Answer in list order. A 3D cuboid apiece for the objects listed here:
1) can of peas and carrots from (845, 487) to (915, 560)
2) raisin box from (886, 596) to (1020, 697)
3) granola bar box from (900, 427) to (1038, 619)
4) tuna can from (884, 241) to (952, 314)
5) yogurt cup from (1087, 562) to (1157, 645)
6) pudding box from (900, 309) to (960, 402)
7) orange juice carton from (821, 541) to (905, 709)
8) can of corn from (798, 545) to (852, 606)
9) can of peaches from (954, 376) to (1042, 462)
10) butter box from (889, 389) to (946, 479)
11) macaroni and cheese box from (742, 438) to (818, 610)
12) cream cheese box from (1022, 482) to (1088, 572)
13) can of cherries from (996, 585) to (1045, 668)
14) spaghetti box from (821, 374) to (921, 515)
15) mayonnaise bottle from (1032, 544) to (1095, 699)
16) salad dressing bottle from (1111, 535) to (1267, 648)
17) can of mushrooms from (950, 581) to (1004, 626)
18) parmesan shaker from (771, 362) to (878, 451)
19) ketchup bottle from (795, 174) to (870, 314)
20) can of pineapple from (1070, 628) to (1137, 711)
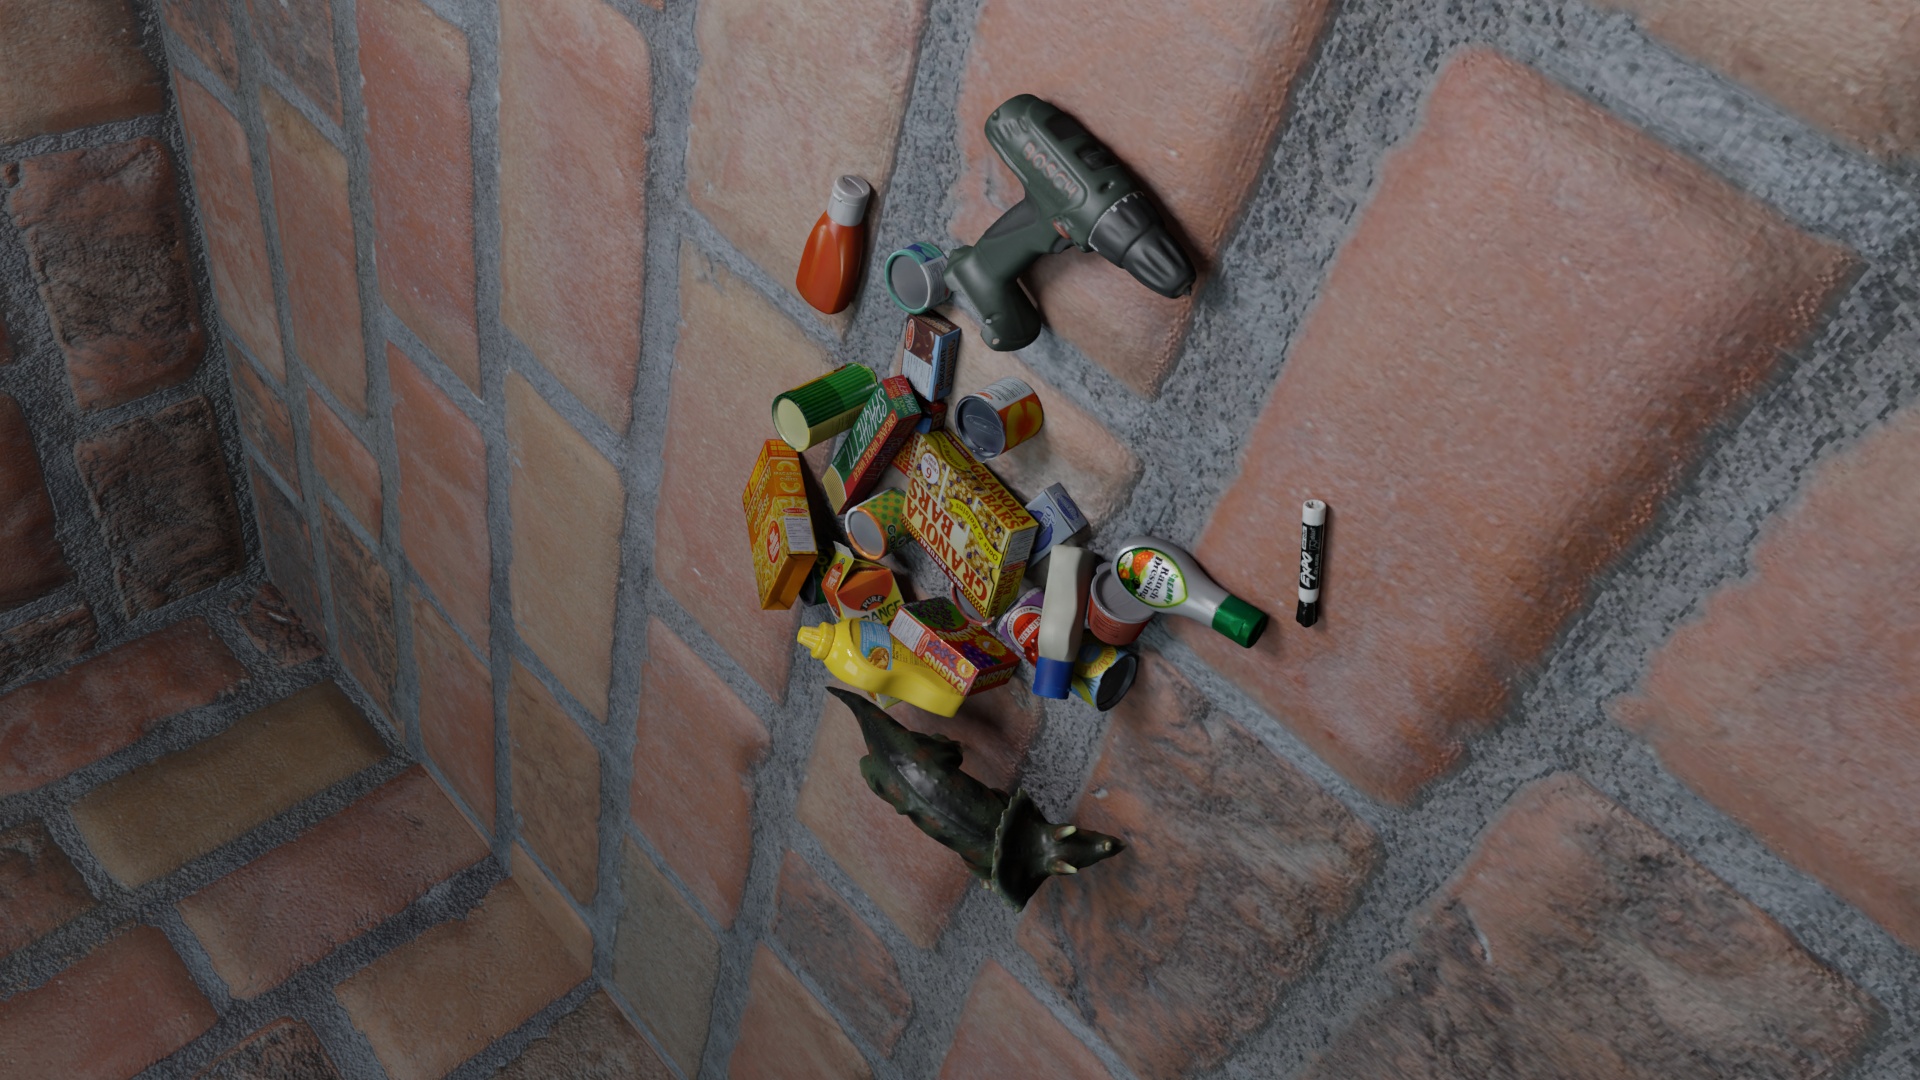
[{"bbox_3d":[-0.085,-0.017,1.557,0.071,0.059,0.070,28,133,35],"label":"can of peas and carrots"},{"bbox_3d":[-0.007,0.116,1.530,0.123,0.086,0.040,37,114,26],"label":"raisin box"},{"bbox_3d":[0.005,-0.018,1.440,0.166,0.039,0.123,49,140,34],"label":"granola bar box"},{"bbox_3d":[-0.043,-0.259,1.372,0.071,0.033,0.070,27,132,35],"label":"tuna can"},{"bbox_3d":[0.154,0.064,1.338,0.072,0.073,0.053,42,147,21],"label":"yogurt cup"},{"bbox_3d":[-0.031,-0.188,1.408,0.050,0.030,0.083,36,137,29],"label":"pudding box"},{"bbox_3d":[-0.103,0.091,1.616,0.192,0.073,0.072,68,166,-13],"label":"orange juice carton"},{"bbox_3d":[-0.160,0.040,1.666,0.071,0.058,0.071,32,128,55],"label":"can of corn"},{"bbox_3d":[0.037,-0.118,1.354,0.071,0.058,0.071,27,132,34],"label":"can of peaches"},{"bbox_3d":[-0.048,-0.115,1.479,0.053,0.024,0.103,39,138,26],"label":"butter box"},{"bbox_3d":[-0.217,-0.019,1.660,0.123,0.040,0.167,123,141,-48],"label":"macaroni and cheese box"},{"bbox_3d":[0.081,-0.013,1.401,0.053,0.024,0.103,55,142,5],"label":"cream cheese box"},{"bbox_3d":[0.079,0.090,1.432,0.058,0.072,0.071,44,140,19],"label":"can of cherries"},{"bbox_3d":[-0.100,-0.100,1.510,0.050,0.029,0.249,66,153,14],"label":"spaghetti box"},{"bbox_3d":[0.099,0.079,1.357,0.041,0.065,0.148,9,88,20],"label":"mayonnaise bottle"},{"bbox_3d":[0.210,0.048,1.276,0.148,0.044,0.064,31,110,27],"label":"salad dressing bottle"},{"bbox_3d":[0.023,0.059,1.507,0.071,0.033,0.070,27,132,34],"label":"can of mushrooms"},{"bbox_3d":[-0.145,-0.147,1.502,0.071,0.103,0.071,27,132,35],"label":"parmesan shaker"},{"bbox_3d":[-0.128,-0.306,1.428,0.065,0.044,0.148,44,140,18],"label":"ketchup bottle"},{"bbox_3d":[0.135,0.129,1.397,0.058,0.071,0.070,31,134,32],"label":"can of pineapple"}]
